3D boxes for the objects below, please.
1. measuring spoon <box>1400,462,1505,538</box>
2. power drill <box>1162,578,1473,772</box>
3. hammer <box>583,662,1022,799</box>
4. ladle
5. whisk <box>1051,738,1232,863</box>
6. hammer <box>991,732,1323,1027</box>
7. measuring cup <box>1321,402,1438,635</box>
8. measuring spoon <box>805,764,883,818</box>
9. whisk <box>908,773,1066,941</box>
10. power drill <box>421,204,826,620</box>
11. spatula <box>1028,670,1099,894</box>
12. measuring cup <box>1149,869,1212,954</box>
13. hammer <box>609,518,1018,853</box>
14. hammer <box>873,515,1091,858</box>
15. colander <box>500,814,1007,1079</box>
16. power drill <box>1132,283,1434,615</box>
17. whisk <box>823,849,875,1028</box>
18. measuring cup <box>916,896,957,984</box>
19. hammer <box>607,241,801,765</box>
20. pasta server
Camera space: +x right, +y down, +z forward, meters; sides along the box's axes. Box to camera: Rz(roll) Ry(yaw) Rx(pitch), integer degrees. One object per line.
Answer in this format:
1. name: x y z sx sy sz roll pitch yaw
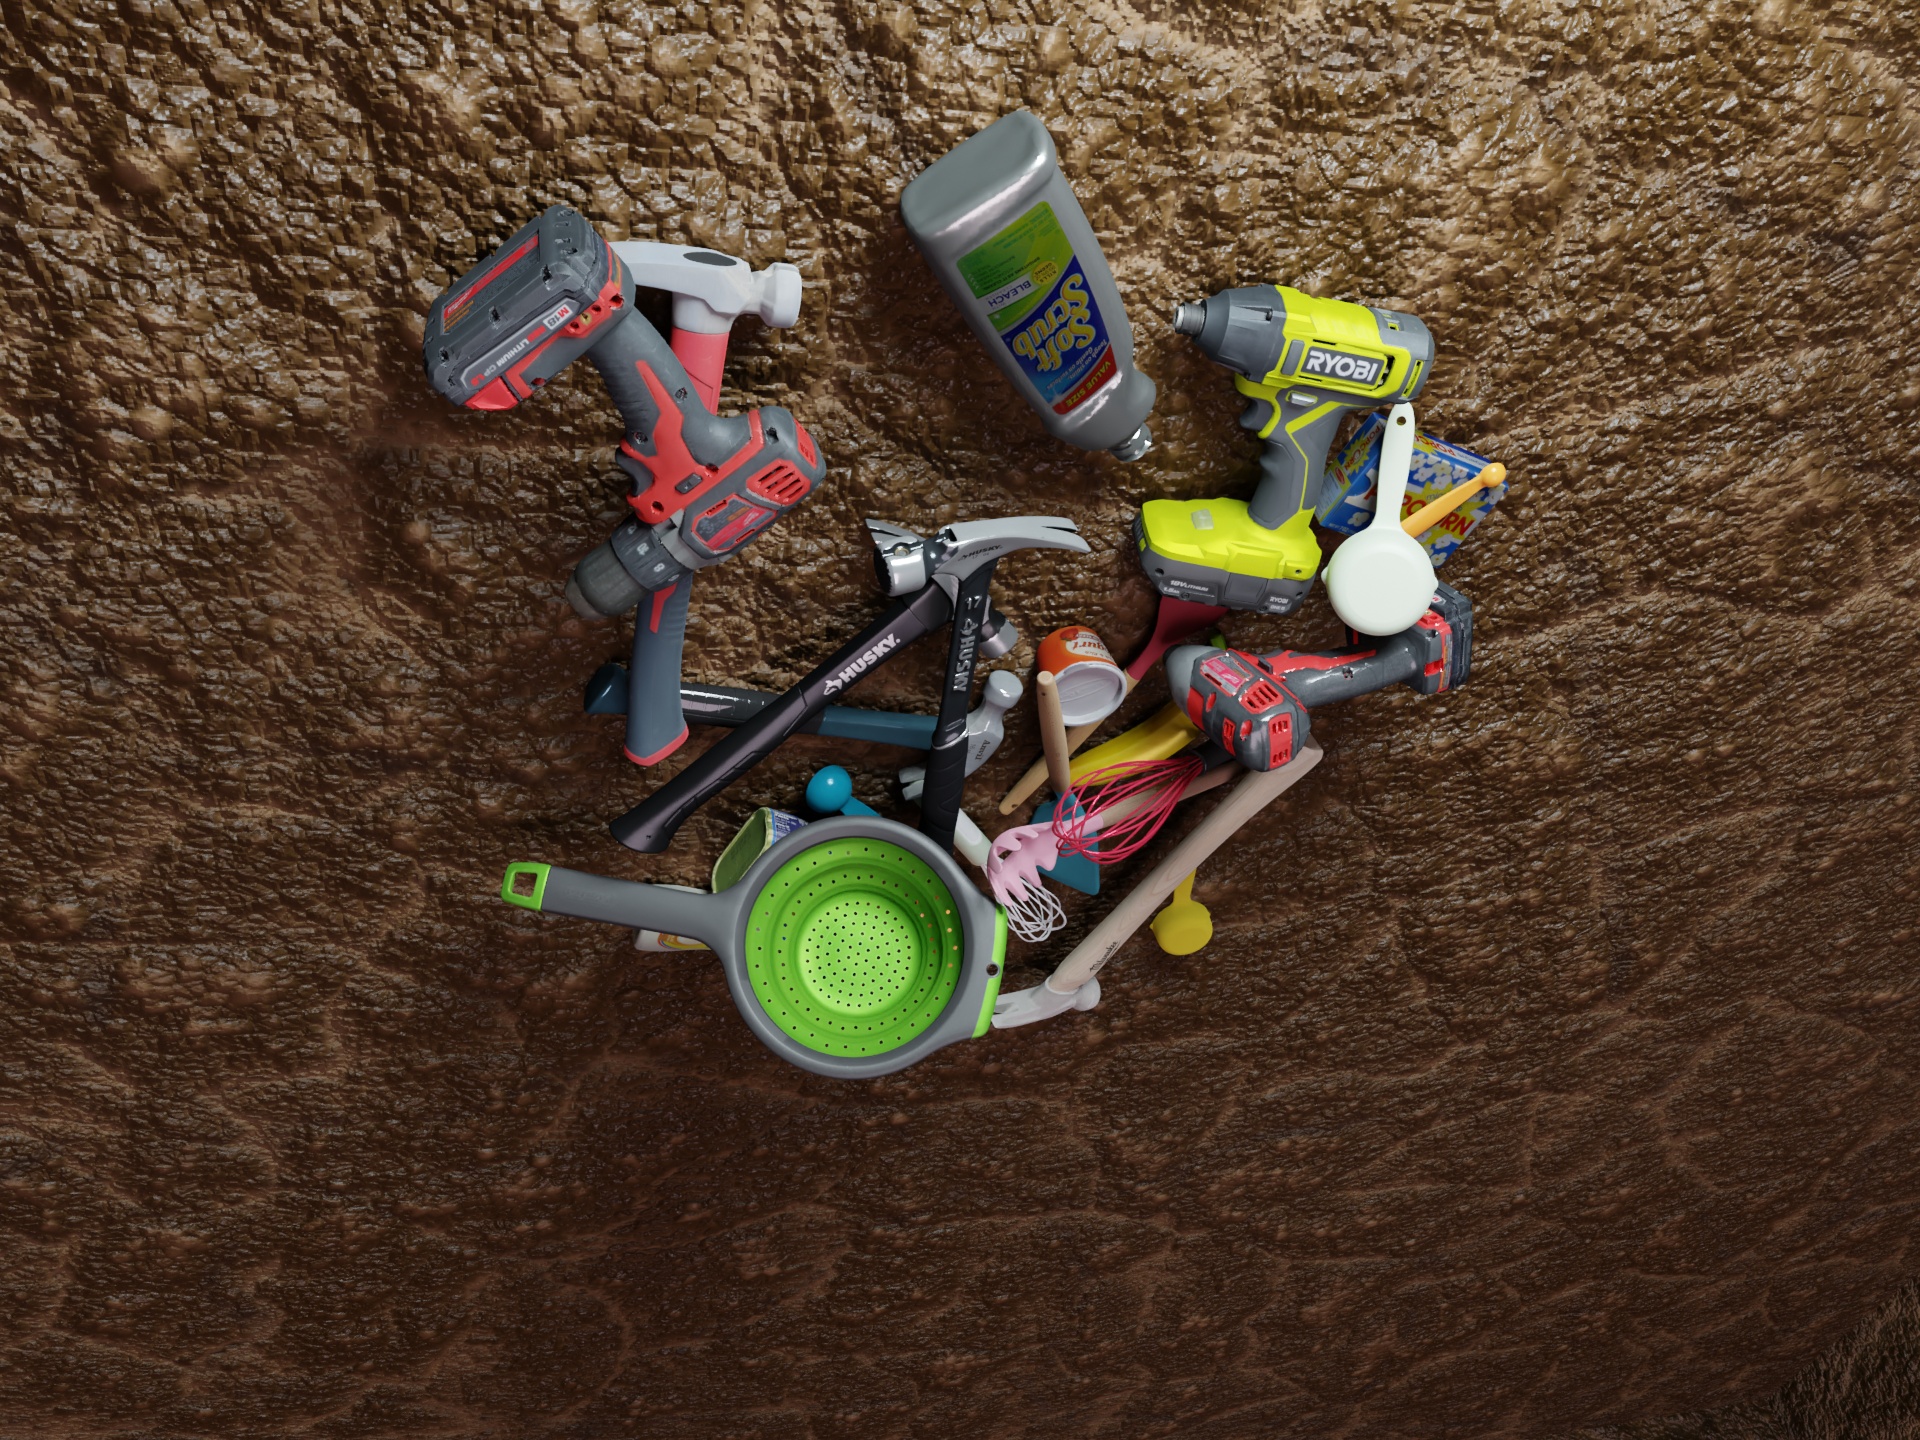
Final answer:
1. measuring spoon: 0.354 -0.152 1.181 0.117 0.011 0.021 -35 134 19
2. power drill: 0.267 -0.046 1.213 0.219 0.143 0.078 -22 127 -18
3. hammer: -0.123 -0.004 1.234 0.330 0.033 0.128 8 131 -23
4. ladle: 0.123 -0.022 1.295 0.069 0.031 0.315 14 131 -35
5. whisk: 0.175 0.041 1.271 0.296 0.073 0.073 -26 149 -40
6. hammer: 0.175 0.149 1.437 0.146 0.038 0.410 -2 141 -46
7. measuring cup: 0.304 -0.141 1.127 0.083 0.038 0.167 6 107 9
8. measuring spoon: -0.083 0.080 1.332 0.042 0.021 0.128 -52 137 -6
9. whisk: 0.023 0.122 1.400 0.059 0.058 0.246 -5 141 34
10. power drill: -0.214 -0.167 0.948 0.188 0.080 0.226 -33 132 15
11. spatula: 0.076 0.051 1.292 0.082 0.044 0.317 24 158 19
12. measuring cup: 0.216 0.171 1.518 0.062 0.029 0.156 -10 137 -6
13. hammer: -0.128 -0.011 1.180 0.335 0.035 0.146 -37 126 9
14. hammer: -0.002 -0.004 1.191 0.149 0.036 0.408 -16 147 -18
15. colander: -0.164 0.169 1.276 0.397 0.204 0.094 10 167 1
16. power drill: 0.206 -0.190 1.108 0.171 0.080 0.223 8 129 -10
17. whisk: -0.097 0.198 1.445 0.051 0.047 0.244 -4 133 -11
18. measuring cup: 0.002 0.165 1.390 0.052 0.095 0.173 -15 153 -15
19. hammer: -0.206 -0.126 1.055 0.143 0.038 0.386 3 128 -17
20. pasta server: 0.137 0.079 1.307 0.316 0.040 0.060 -17 126 -37
